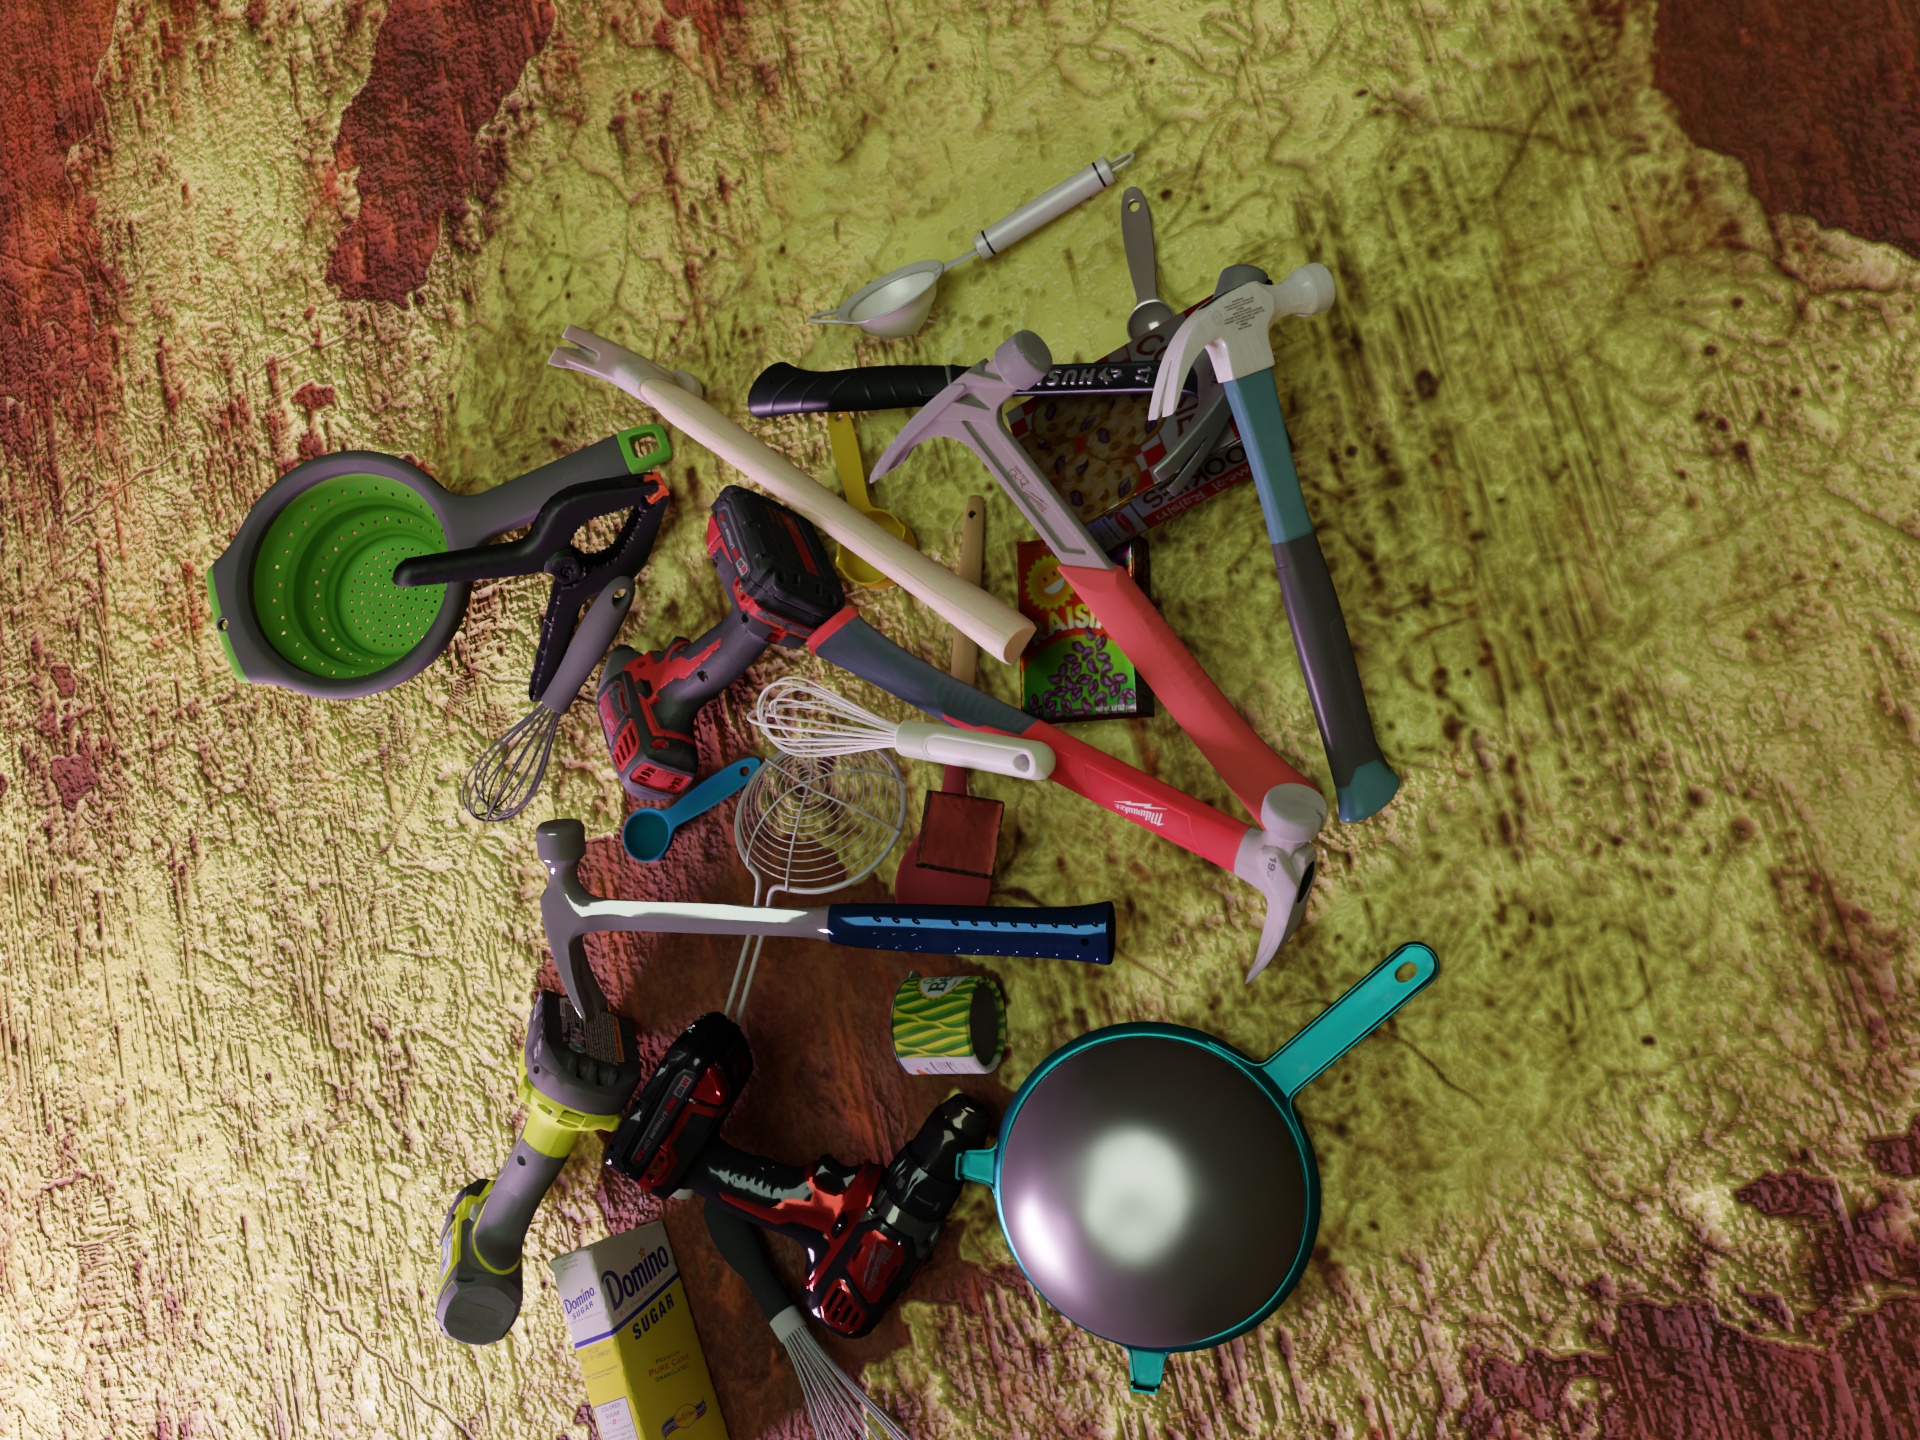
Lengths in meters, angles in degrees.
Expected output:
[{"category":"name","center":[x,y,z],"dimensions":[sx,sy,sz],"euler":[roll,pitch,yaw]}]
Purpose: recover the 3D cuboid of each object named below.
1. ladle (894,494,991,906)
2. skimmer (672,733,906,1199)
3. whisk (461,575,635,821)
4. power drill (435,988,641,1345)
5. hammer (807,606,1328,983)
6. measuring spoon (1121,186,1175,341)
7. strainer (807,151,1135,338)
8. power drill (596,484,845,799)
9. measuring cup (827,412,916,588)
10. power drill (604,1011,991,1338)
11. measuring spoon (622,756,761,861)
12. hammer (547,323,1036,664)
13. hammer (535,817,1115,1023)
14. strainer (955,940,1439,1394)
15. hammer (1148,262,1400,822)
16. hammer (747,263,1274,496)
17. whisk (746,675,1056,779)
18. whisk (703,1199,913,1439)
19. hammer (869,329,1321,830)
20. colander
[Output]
[{"category":"ladle","center":[-0.002,-0.004,1.121],"dimensions":[0.069,0.031,0.315],"euler":[3,85,14]},{"category":"skimmer","center":[-0.140,0.185,1.171],"dimensions":[0.127,0.090,0.363],"euler":[26,107,26]},{"category":"whisk","center":[-0.324,-0.015,1.260],"dimensions":[0.055,0.055,0.239],"euler":[39,103,23]},{"category":"power drill","center":[-0.325,0.324,1.192],"dimensions":[0.223,0.080,0.171],"euler":[-63,21,6]},{"category":"hammer","center":[0.054,0.031,1.052],"dimensions":[0.386,0.038,0.143],"euler":[27,133,27]},{"category":"measuring spoon","center":[0.127,-0.310,1.095],"dimensions":[0.034,0.018,0.124],"euler":[-12,74,21]},{"category":"strainer","center":[0.011,-0.333,1.135],"dimensions":[0.258,0.050,0.087],"euler":[-28,31,16]},{"category":"power drill","center":[-0.192,-0.059,1.181],"dimensions":[0.219,0.078,0.143],"euler":[-47,45,22]},{"category":"measuring cup","center":[-0.070,-0.167,1.173],"dimensions":[0.062,0.029,0.157],"euler":[-25,66,24]},{"category":"power drill","center":[-0.106,0.293,1.094],"dimensions":[0.227,0.080,0.188],"euler":[33,101,4]},{"category":"measuring spoon","center":[-0.202,0.066,1.221],"dimensions":[0.128,0.021,0.042],"euler":[-33,72,10]},{"category":"hammer","center":[-0.115,-0.160,1.108],"dimensions":[0.411,0.146,0.038],"euler":[37,102,26]},{"category":"hammer","center":[-0.098,0.143,1.083],"dimensions":[0.405,0.035,0.144],"euler":[0,102,14]},{"category":"strainer","center":[0.158,0.256,0.969],"dimensions":[0.340,0.095,0.211],"euler":[-44,79,12]},{"category":"hammer","center":[0.206,-0.098,0.963],"dimensions":[0.128,0.033,0.331],"euler":[-20,100,-15]},{"category":"hammer","center":[0.010,-0.226,1.089],"dimensions":[0.409,0.036,0.149],"euler":[6,71,36]},{"category":"whisk","center":[-0.044,0.010,1.065],"dimensions":[0.246,0.059,0.057],"euler":[9,107,33]},{"category":"whisk","center":[-0.103,0.452,1.119],"dimensions":[0.070,0.070,0.285],"euler":[-46,64,15]},{"category":"hammer","center":[0.098,-0.063,1.002],"dimensions":[0.149,0.037,0.359],"euler":[-35,95,39]},{"category":"colander","center":[-0.410,-0.143,1.306],"dimensions":[0.397,0.094,0.204],"euler":[-22,79,4]}]
